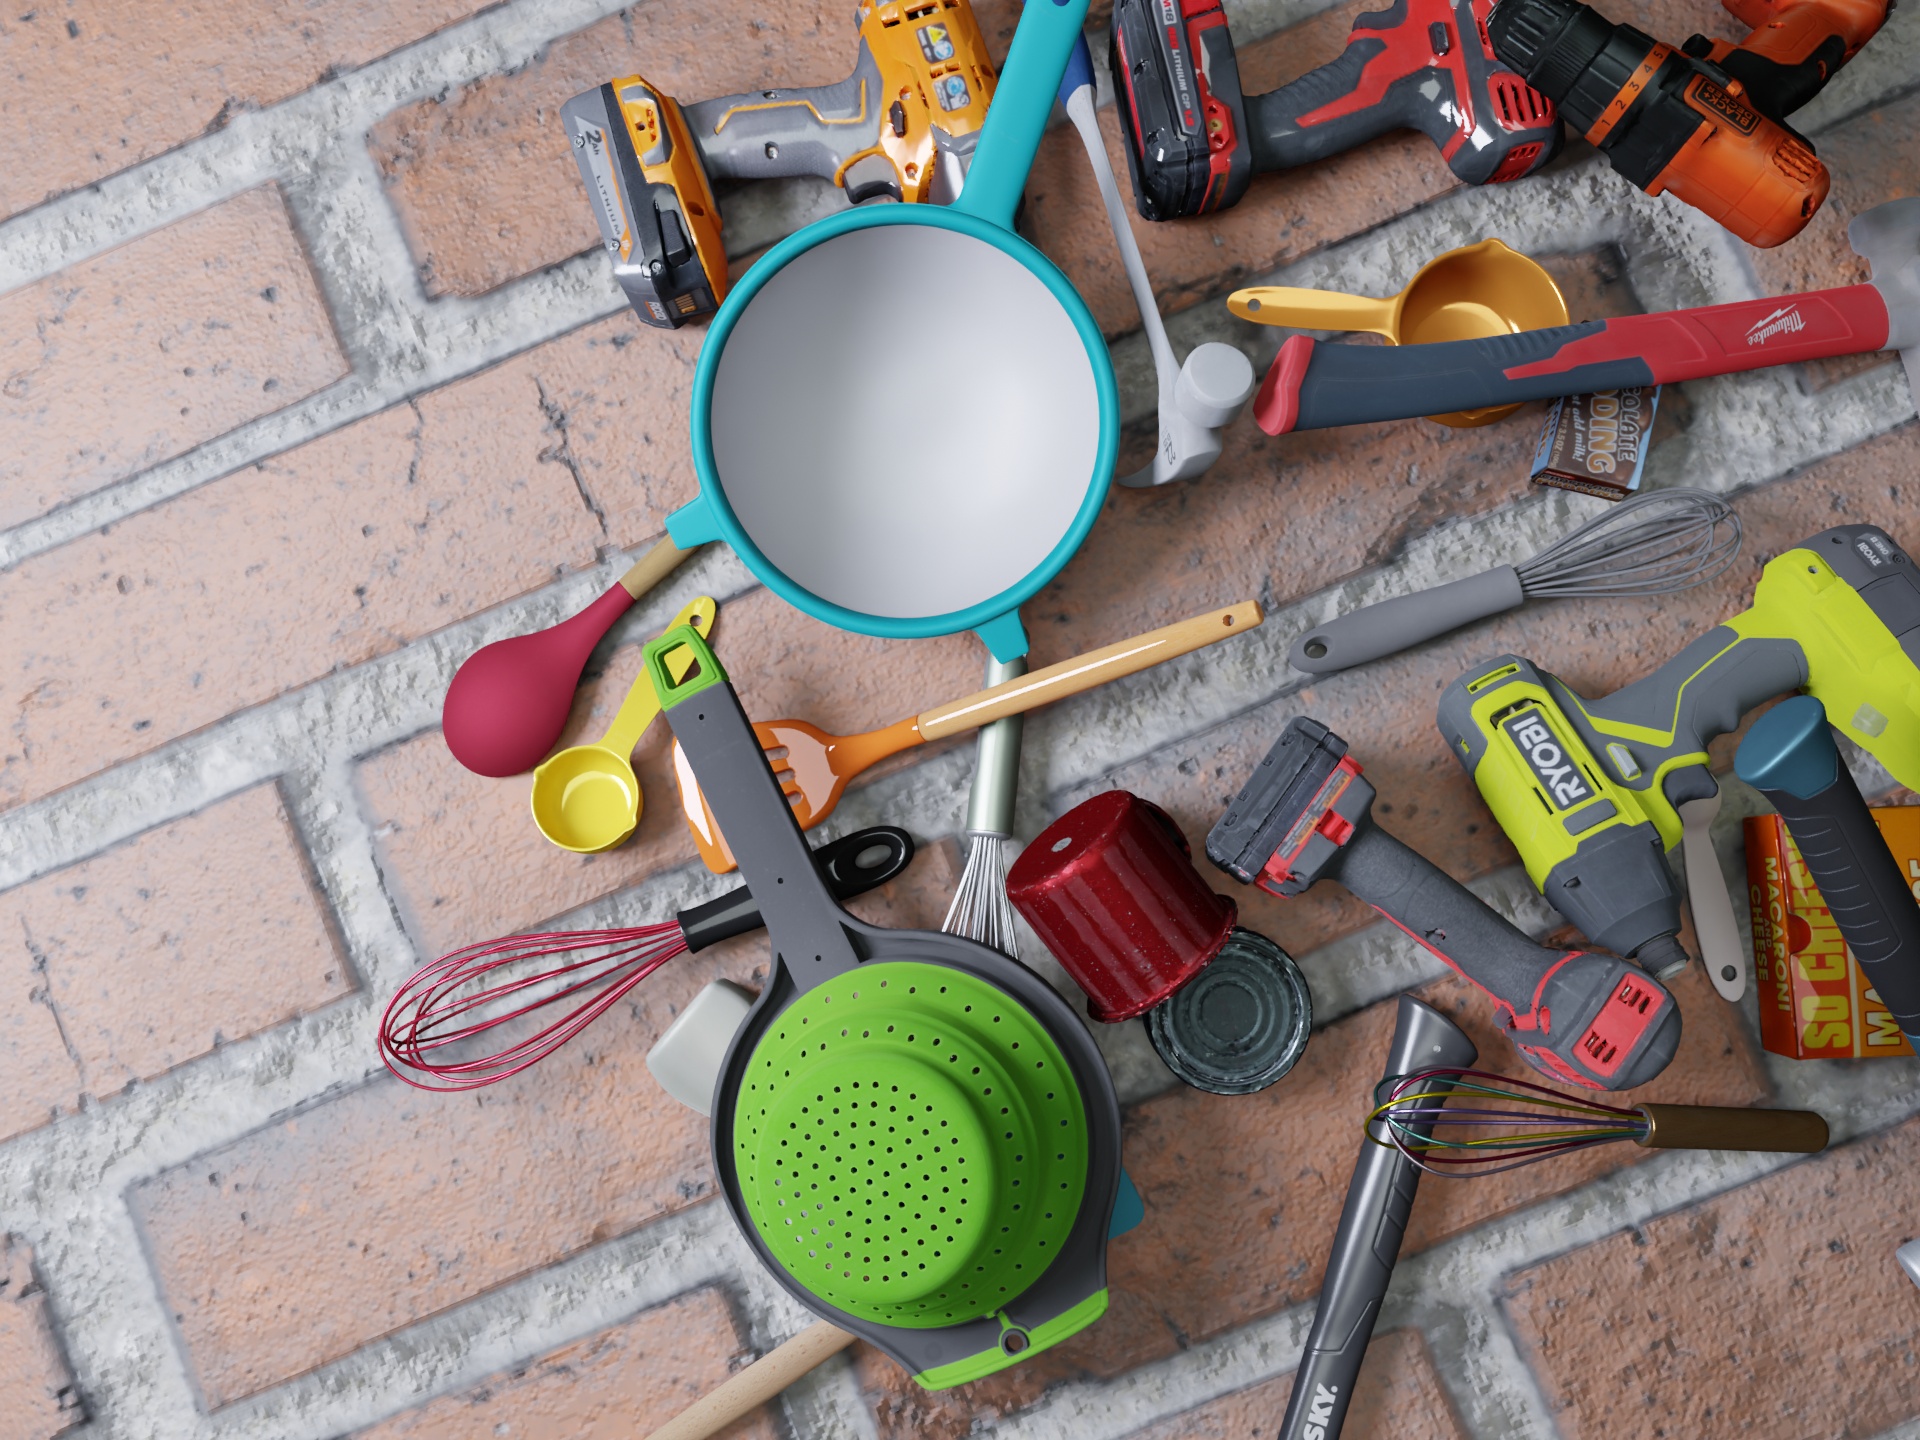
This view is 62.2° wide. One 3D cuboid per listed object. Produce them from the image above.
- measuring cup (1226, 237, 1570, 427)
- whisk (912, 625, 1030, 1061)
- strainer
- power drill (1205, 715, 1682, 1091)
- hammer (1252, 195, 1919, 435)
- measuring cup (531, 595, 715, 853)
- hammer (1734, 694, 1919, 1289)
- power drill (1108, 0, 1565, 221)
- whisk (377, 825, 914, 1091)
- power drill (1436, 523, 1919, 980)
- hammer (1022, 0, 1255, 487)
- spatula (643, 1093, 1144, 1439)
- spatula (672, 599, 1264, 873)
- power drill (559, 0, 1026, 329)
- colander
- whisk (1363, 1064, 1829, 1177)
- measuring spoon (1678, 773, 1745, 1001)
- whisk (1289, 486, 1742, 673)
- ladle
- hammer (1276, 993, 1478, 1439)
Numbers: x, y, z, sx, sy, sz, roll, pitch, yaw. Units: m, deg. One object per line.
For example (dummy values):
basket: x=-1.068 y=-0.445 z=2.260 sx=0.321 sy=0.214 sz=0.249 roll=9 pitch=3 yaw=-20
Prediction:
measuring cup: x=0.225 y=-0.203 z=0.837 sx=0.173 sy=0.052 sz=0.095 roll=8 pitch=86 yaw=6
whisk: x=0.013 y=0.067 z=0.829 sx=0.059 sy=0.057 sz=0.246 roll=4 pitch=81 yaw=12
strainer: x=-0.006 y=-0.212 z=0.805 sx=0.211 sy=0.095 sz=0.340 roll=19 pitch=102 yaw=-7
power drill: x=0.230 y=0.096 z=0.771 sx=0.220 sy=0.143 sz=0.078 roll=36 pitch=88 yaw=12
hammer: x=0.330 y=-0.166 z=0.784 sx=0.386 sy=0.038 sz=0.143 roll=-11 pitch=85 yaw=-13
measuring cup: x=-0.174 y=0.002 z=0.861 sx=0.062 sy=0.029 sz=0.156 roll=28 pitch=75 yaw=7
hammer: x=0.441 y=0.127 z=0.732 sx=0.128 sy=0.033 sz=0.330 roll=-34 pitch=109 yaw=8
power drill: x=0.196 y=-0.367 z=0.842 sx=0.226 sy=0.080 sz=0.188 roll=-10 pitch=85 yaw=0
whisk: x=-0.162 y=0.118 z=0.831 sx=0.296 sy=0.073 sz=0.073 roll=-22 pitch=84 yaw=-5
power drill: x=0.373 y=0.014 z=0.777 sx=0.223 sy=0.080 sz=0.171 roll=-26 pitch=62 yaw=1
hammer: x=0.065 y=-0.312 z=0.835 sx=0.035 sy=0.144 sz=0.406 roll=-13 pitch=75 yaw=-9
spatula: x=-0.055 y=0.310 z=0.823 sx=0.317 sy=0.044 sz=0.082 roll=-34 pitch=84 yaw=5
spatula: x=-0.001 y=-0.003 z=0.809 sx=0.322 sy=0.041 sz=0.081 roll=-19 pitch=84 yaw=23
power drill: x=-0.080 y=-0.290 z=0.850 sx=0.226 sy=0.084 sz=0.164 roll=-20 pitch=85 yaw=-2
colander: x=-0.067 y=0.131 z=0.751 sx=0.204 sy=0.094 sz=0.397 roll=-28 pitch=83 yaw=9
whisk: x=0.313 y=0.199 z=0.784 sx=0.245 sy=0.051 sz=0.047 roll=5 pitch=107 yaw=-10
measuring spoon: x=0.386 y=0.083 z=0.817 sx=0.034 sy=0.018 sz=0.124 roll=-11 pitch=85 yaw=2
whisk: x=0.287 y=-0.067 z=0.826 sx=0.239 sy=0.055 sz=0.055 roll=-18 pitch=84 yaw=6
ladle: x=-0.160 y=-0.086 z=0.863 sx=0.315 sy=0.031 sz=0.069 roll=-42 pitch=84 yaw=-2
hammer: x=0.188 y=0.302 z=0.802 sx=0.146 sy=0.035 sz=0.335 roll=17 pitch=86 yaw=4
